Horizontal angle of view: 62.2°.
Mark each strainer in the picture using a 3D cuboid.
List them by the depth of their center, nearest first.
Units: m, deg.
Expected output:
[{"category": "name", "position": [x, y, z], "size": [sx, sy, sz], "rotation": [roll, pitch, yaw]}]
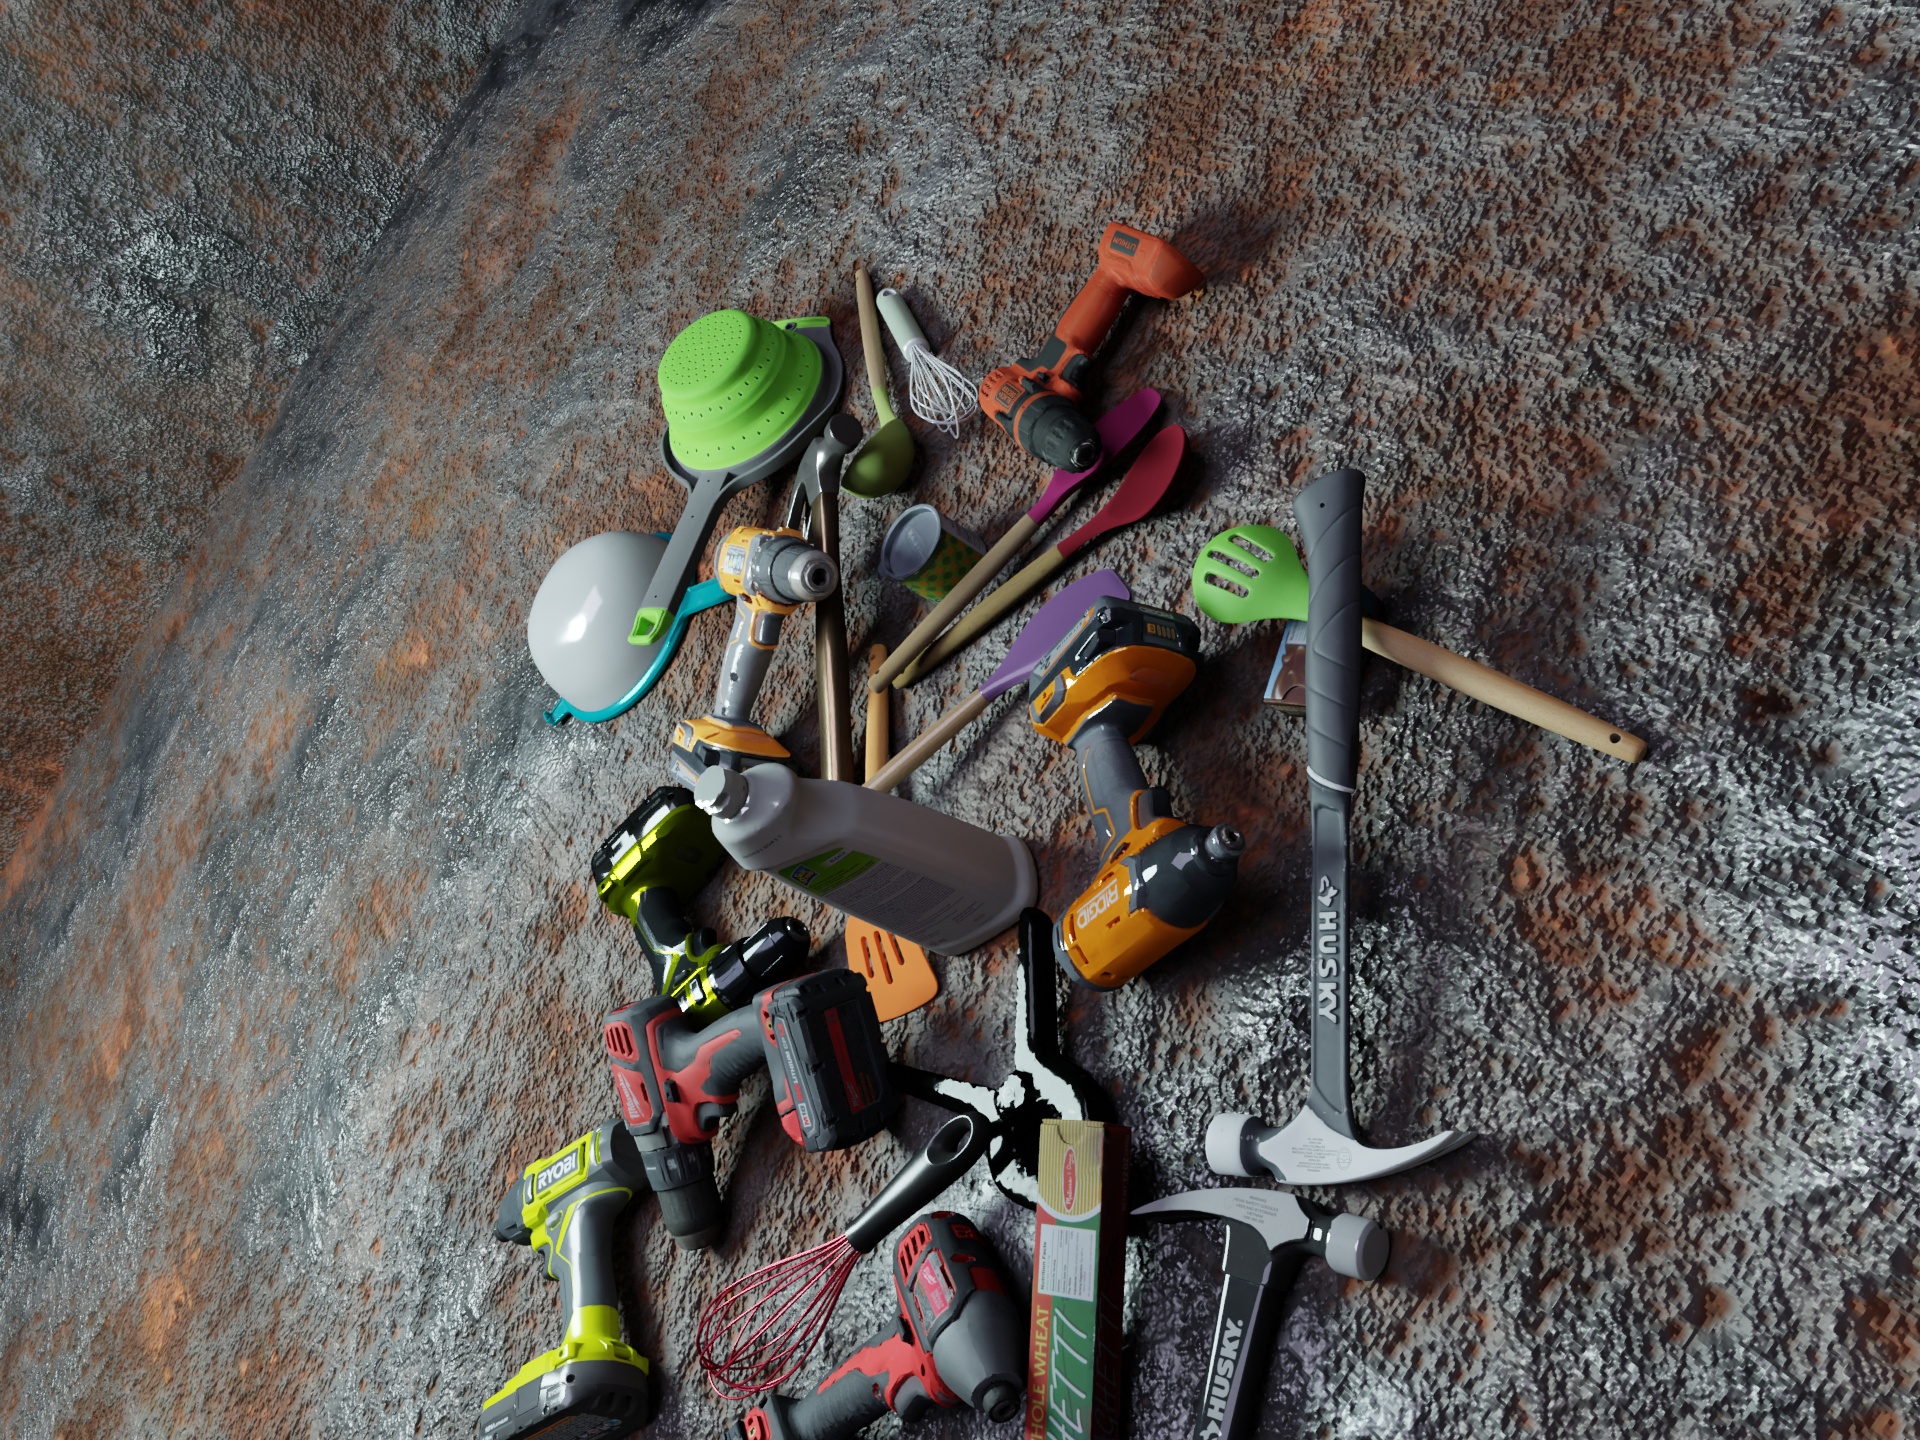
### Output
[{"category": "strainer", "position": [-0.322, -0.122, 1.553], "size": [0.340, 0.095, 0.211], "rotation": [-13, 59, 42]}]

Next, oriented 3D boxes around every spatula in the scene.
[{"category": "spatula", "position": [-0.002, -0.004, 1.194], "size": [0.316, 0.018, 0.060], "rotation": [-41, 43, 9]}, {"category": "spatula", "position": [-0.059, 0.074, 1.230], "size": [0.081, 0.041, 0.323], "rotation": [-28, 46, 32]}]

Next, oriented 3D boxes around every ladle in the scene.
[{"category": "ladle", "position": [0.059, -0.113, 1.213], "size": [0.315, 0.031, 0.069], "rotation": [-37, 33, 27]}, {"category": "ladle", "position": [-0.087, -0.322, 1.461], "size": [0.078, 0.062, 0.321], "rotation": [-52, 34, 39]}]

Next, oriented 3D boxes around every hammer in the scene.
[{"category": "hammer", "position": [0.124, 0.414, 0.837], "size": [0.146, 0.035, 0.335], "rotation": [1, 69, 45]}, {"category": "hammer", "position": [0.214, 0.053, 0.901], "size": [0.149, 0.036, 0.409], "rotation": [-7, 73, 40]}, {"category": "hammer", "position": [-0.109, -0.078, 1.314], "size": [0.130, 0.031, 0.331], "rotation": [141, 129, -59]}]

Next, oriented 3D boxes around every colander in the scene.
[{"category": "colander", "position": [-0.246, -0.256, 1.498], "size": [0.204, 0.094, 0.397], "rotation": [1, 60, 32]}]

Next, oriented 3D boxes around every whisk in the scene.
[{"category": "whisk", "position": [-0.079, 0.351, 1.046], "size": [0.295, 0.073, 0.073], "rotation": [-47, 42, 20]}, {"category": "whisk", "position": [-0.037, -0.327, 1.423], "size": [0.058, 0.059, 0.247], "rotation": [-17, 43, -6]}]

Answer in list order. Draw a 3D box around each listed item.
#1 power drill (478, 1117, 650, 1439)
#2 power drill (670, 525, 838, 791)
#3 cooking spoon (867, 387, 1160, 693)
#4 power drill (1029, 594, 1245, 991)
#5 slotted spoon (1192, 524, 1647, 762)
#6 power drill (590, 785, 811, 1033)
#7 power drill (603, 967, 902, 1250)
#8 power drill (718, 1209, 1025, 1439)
[{"category": "power drill", "position": [-0.308, 0.443, 1.233], "size": [0.171, 0.080, 0.223], "rotation": [-35, 43, 26]}, {"category": "power drill", "position": [-0.163, -0.046, 1.298], "size": [0.185, 0.084, 0.226], "rotation": [18, 97, 62]}, {"category": "cooking spoon", "position": [0.039, -0.137, 1.235], "size": [0.319, 0.017, 0.069], "rotation": [-45, 28, 10]}, {"category": "power drill", "position": [0.113, 0.037, 1.001], "size": [0.164, 0.084, 0.227], "rotation": [-48, 38, 48]}, {"category": "slotted spoon", "position": [0.256, -0.047, 0.937], "size": [0.314, 0.031, 0.070], "rotation": [32, 89, 39]}, {"category": "power drill", "position": [-0.213, 0.165, 1.293], "size": [0.190, 0.080, 0.229], "rotation": [-44, 46, 20]}, {"category": "power drill", "position": [-0.155, 0.279, 1.142], "size": [0.227, 0.080, 0.188], "rotation": [-19, 84, 34]}, {"category": "power drill", "position": [-0.047, 0.421, 0.965], "size": [0.219, 0.078, 0.143], "rotation": [-50, 30, 7]}]
